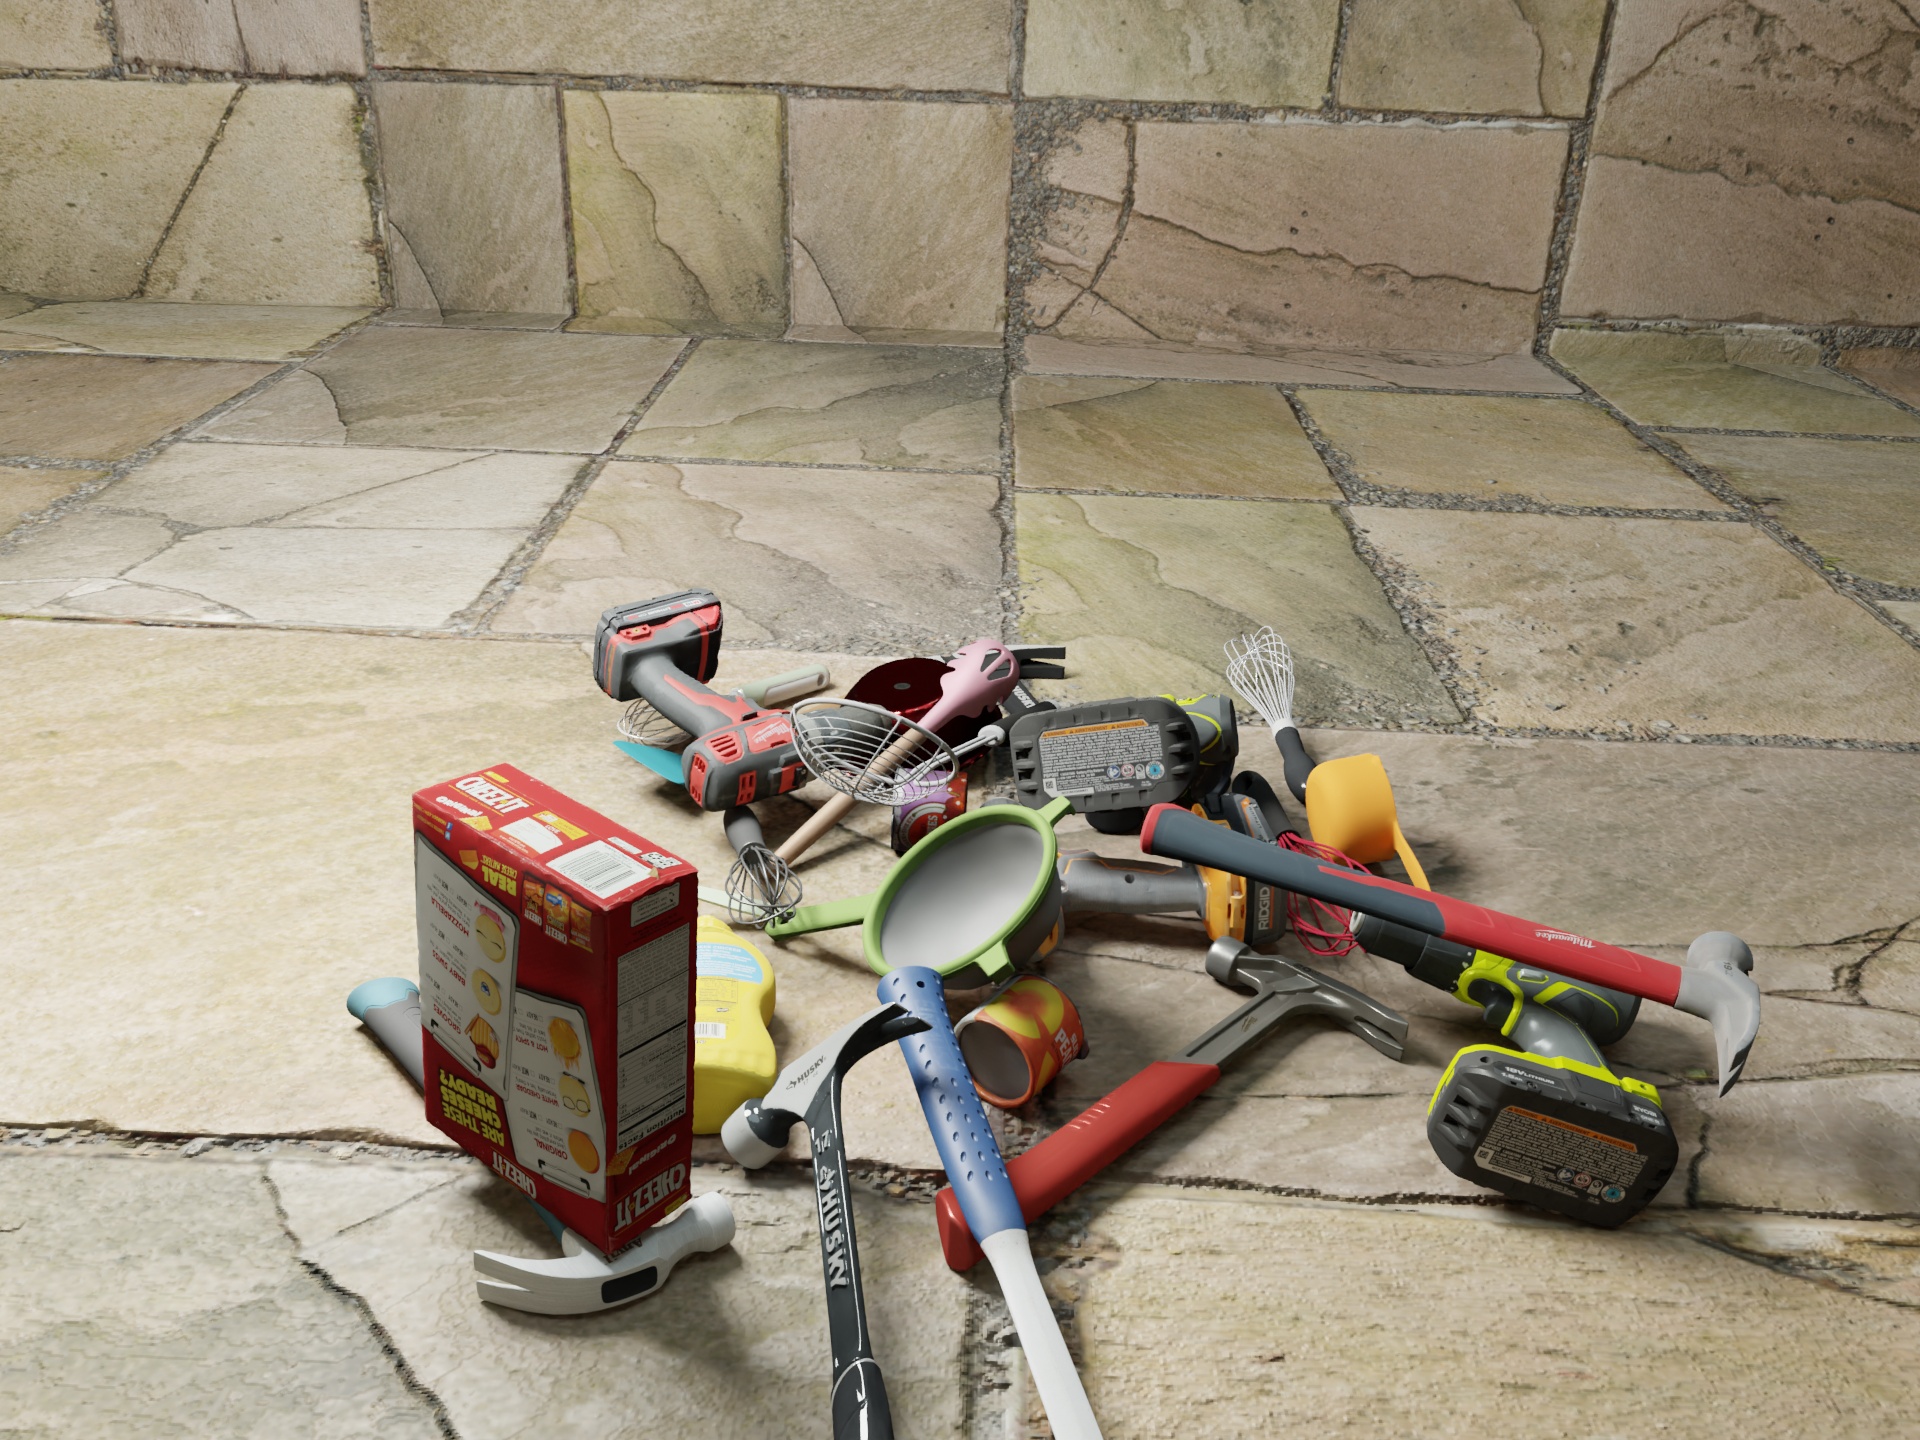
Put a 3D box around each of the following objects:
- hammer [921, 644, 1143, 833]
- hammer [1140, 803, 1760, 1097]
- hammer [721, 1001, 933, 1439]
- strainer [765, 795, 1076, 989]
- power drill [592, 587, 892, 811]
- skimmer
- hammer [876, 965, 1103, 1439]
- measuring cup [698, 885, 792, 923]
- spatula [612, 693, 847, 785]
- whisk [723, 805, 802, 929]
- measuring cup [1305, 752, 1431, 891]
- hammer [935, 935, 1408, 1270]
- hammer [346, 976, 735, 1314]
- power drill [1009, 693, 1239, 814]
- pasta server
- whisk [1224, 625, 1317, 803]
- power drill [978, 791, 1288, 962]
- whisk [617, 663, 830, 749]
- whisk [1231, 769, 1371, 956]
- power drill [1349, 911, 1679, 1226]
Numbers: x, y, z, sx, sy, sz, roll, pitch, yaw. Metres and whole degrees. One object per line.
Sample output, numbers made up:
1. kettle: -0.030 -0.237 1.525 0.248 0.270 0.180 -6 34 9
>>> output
1. hammer: 0.082 0.010 1.445 0.146 0.035 0.335 -8 28 -19
2. hammer: 0.296 0.129 1.008 0.386 0.038 0.143 16 26 19
3. hammer: -0.048 0.304 0.771 0.036 0.149 0.409 37 19 -29
4. strainer: -0.027 0.143 1.095 0.256 0.069 0.152 -15 36 38
5. power drill: -0.186 -0.020 1.342 0.188 0.080 0.227 -18 46 -37
6. skimmer: -0.002 -0.004 1.255 0.127 0.090 0.363 6 13 27
7. hammer: 0.020 0.278 0.823 0.144 0.035 0.406 -4 36 -18
8. measuring cup: -0.203 0.140 1.169 0.167 0.038 0.083 15 22 -12
9. spatula: -0.166 0.005 1.425 0.082 0.044 0.317 28 34 30
10. whisk: -0.159 0.104 1.198 0.055 0.055 0.239 -4 14 -13
11. measuring cup: 0.314 0.094 1.236 0.052 0.095 0.174 -8 30 -2
12. hammer: 0.125 0.238 0.984 0.149 0.036 0.359 24 33 37
13. hammer: -0.279 0.240 0.950 0.128 0.033 0.331 -19 33 -38
14. power drill: 0.120 0.021 1.234 0.171 0.080 0.223 -7 1 15
15. pasta server: -0.053 0.028 1.315 0.060 0.040 0.316 48 60 -2
16. whisk: 0.294 -0.006 1.477 0.070 0.070 0.285 1 30 -2
17. power drill: 0.116 0.107 1.205 0.226 0.084 0.185 -4 25 -3
18. whisk: -0.211 -0.016 1.463 0.059 0.057 0.246 24 29 35
19. whisk: 0.263 0.103 1.246 0.073 0.073 0.296 -1 21 -7
20. power drill: 0.347 0.197 1.010 0.190 0.080 0.229 18 27 2
